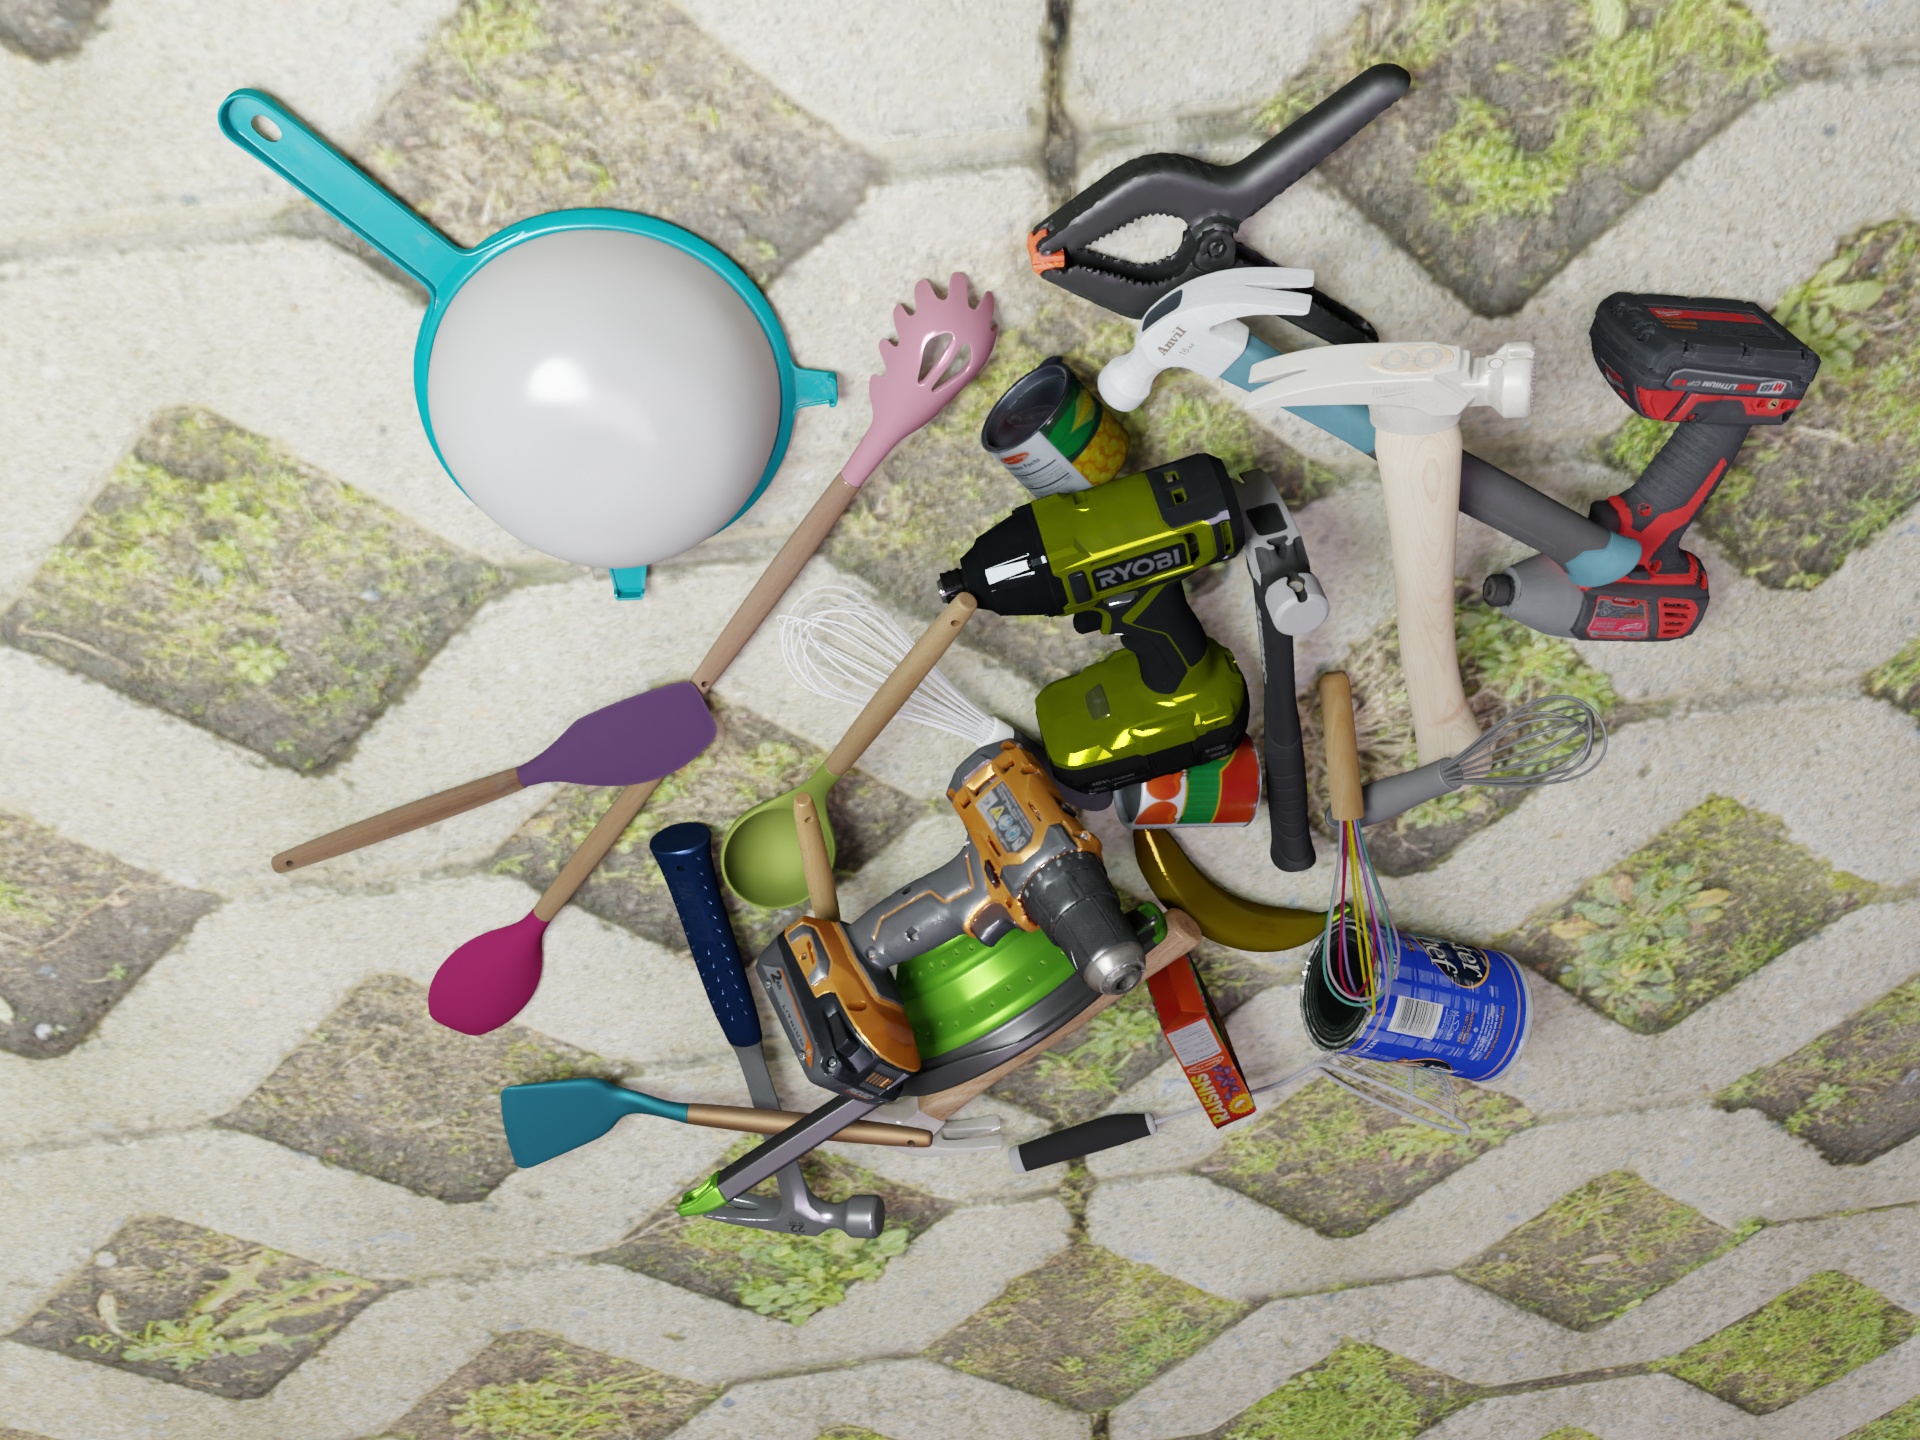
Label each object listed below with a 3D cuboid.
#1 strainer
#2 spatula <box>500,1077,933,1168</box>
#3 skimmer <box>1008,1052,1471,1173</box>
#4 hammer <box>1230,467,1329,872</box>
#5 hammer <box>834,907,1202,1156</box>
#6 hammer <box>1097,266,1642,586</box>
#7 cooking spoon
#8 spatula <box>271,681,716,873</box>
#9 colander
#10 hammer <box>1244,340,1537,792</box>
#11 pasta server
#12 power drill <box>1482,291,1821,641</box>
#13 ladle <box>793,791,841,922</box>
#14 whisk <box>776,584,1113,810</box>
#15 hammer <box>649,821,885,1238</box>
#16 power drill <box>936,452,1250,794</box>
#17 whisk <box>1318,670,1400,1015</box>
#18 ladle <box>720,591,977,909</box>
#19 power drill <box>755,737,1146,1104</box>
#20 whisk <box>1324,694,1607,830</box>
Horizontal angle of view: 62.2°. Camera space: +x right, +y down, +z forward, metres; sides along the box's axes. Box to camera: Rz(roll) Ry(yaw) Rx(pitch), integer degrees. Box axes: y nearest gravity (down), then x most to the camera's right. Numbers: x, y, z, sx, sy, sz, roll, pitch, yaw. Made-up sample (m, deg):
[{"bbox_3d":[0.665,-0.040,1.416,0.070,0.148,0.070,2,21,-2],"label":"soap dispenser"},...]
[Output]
[{"bbox_3d":[-0.237,-0.194,0.834,0.211,0.095,0.340,-41,122,19],"label":"strainer"},{"bbox_3d":[-0.179,0.303,1.179,0.317,0.044,0.082,3,119,8],"label":"spatula"},{"bbox_3d":[0.221,0.339,1.289,0.363,0.090,0.127,-18,157,7],"label":"skimmer"},{"bbox_3d":[0.207,-0.013,1.034,0.035,0.146,0.334,-15,138,2],"label":"hammer"},{"bbox_3d":[0.055,0.243,1.211,0.130,0.031,0.331,32,122,-29],"label":"hammer"},{"bbox_3d":[0.250,-0.158,0.914,0.331,0.033,0.128,24,147,-16],"label":"hammer"},{"bbox_3d":[-0.276,0.117,1.098,0.068,0.017,0.319,30,116,-23],"label":"cooking spoon"},{"bbox_3d":[-0.307,0.047,1.037,0.316,0.018,0.059,-19,114,8],"label":"spatula"},{"bbox_3d":[-0.048,0.207,1.107,0.397,0.204,0.094,-33,93,3],"label":"colander"},{"bbox_3d":[0.275,-0.073,0.974,0.146,0.038,0.410,3,148,22],"label":"hammer"},{"bbox_3d":[-0.080,-0.128,0.951,0.060,0.040,0.316,26,121,-25],"label":"pasta server"},{"bbox_3d":[0.418,-0.145,0.986,0.143,0.079,0.219,1,128,-9],"label":"power drill"},{"bbox_3d":[-0.090,0.140,1.086,0.069,0.031,0.315,-25,147,-15],"label":"ladle"},{"bbox_3d":[-0.001,-0.003,1.034,0.284,0.070,0.070,30,116,-31],"label":"whisk"},{"bbox_3d":[-0.164,0.246,1.185,0.144,0.035,0.405,-2,124,13],"label":"hammer"},{"bbox_3d":[0.089,-0.052,0.959,0.171,0.080,0.223,-17,143,5],"label":"power drill"},{"bbox_3d":[0.268,0.087,1.098,0.051,0.047,0.245,-2,102,36],"label":"whisk"},{"bbox_3d":[-0.068,0.025,0.983,0.078,0.062,0.320,18,142,-20],"label":"ladle"},{"bbox_3d":[-0.002,0.143,0.987,0.226,0.186,0.084,-42,141,9],"label":"power drill"},{"bbox_3d":[0.327,0.038,1.058,0.055,0.055,0.239,22,153,-23],"label":"whisk"}]
